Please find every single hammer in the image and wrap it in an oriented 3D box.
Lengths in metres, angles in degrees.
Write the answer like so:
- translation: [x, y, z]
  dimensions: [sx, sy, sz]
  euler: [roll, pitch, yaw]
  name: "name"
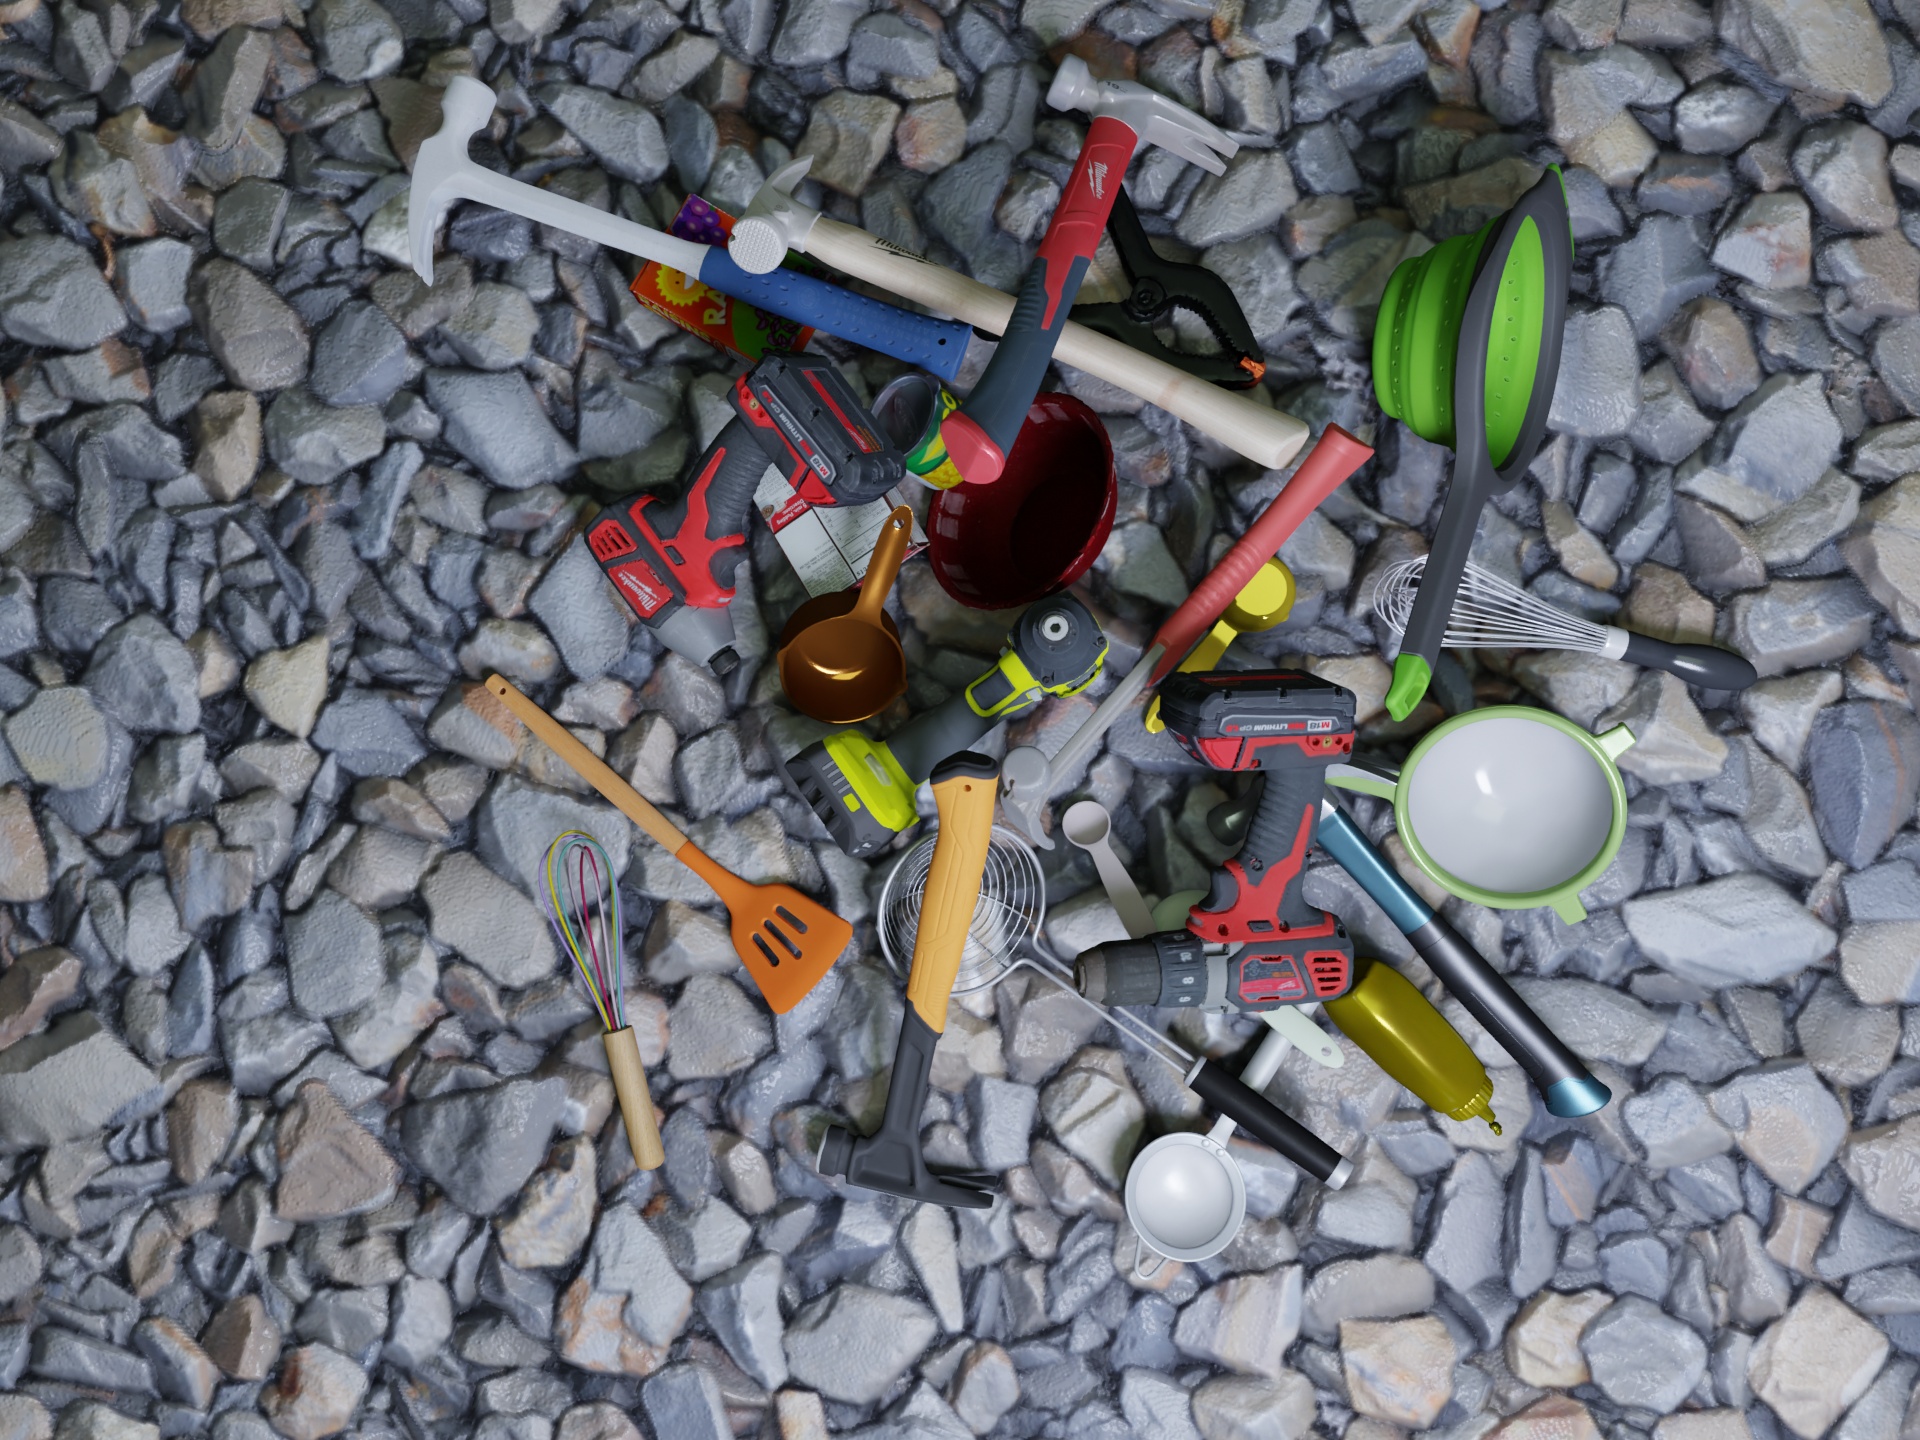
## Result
- translation: [-0.012, 0.177, 1.053]
  dimensions: [0.127, 0.034, 0.336]
  euler: [12, 113, 4]
  name: "hammer"
- translation: [-0.191, -0.319, 1.115]
  dimensions: [0.405, 0.035, 0.144]
  euler: [20, 86, 1]
  name: "hammer"
- translation: [0.328, 0.152, 1.111]
  dimensions: [0.331, 0.033, 0.128]
  euler: [47, 119, -2]
  name: "hammer"
- translation: [0.050, -0.277, 1.102]
  dimensions: [0.410, 0.146, 0.038]
  euler: [23, 128, -5]
  name: "hammer"
- translation: [0.157, -0.063, 1.091]
  dimensions: [0.037, 0.149, 0.359]
  euler: [39, 80, 18]
  name: "hammer"
- translation: [0.081, -0.298, 1.059]
  dimensions: [0.143, 0.038, 0.387]
  euler: [24, 57, -6]
  name: "hammer"

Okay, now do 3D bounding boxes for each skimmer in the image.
- translation: [0.107, 0.203, 1.076]
  dimensions: [0.363, 0.090, 0.127]
  euler: [34, 86, 12]
  name: "skimmer"

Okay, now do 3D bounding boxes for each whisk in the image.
- translation: [-0.244, 0.196, 1.123]
  dimensions: [0.051, 0.047, 0.245]
  euler: [-14, 91, 11]
  name: "whisk"
- translation: [0.432, -0.064, 1.130]
  dimensions: [0.284, 0.070, 0.070]
  euler: [13, 87, -3]
  name: "whisk"

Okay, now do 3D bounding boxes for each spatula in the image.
- translation: [-0.217, 0.074, 1.129]
  dimensions: [0.322, 0.041, 0.081]
  euler: [41, 88, 3]
  name: "spatula"

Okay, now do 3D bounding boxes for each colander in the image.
- translation: [0.317, -0.189, 1.079]
  dimensions: [0.094, 0.204, 0.397]
  euler: [12, 73, 31]
  name: "colander"

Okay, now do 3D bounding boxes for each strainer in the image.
- translation: [0.333, 0.040, 1.124]
  dimensions: [0.256, 0.069, 0.151]
  euler: [13, 115, 18]
  name: "strainer"
- translation: [0.192, 0.275, 1.116]
  dimensions: [0.087, 0.050, 0.258]
  euler: [35, 81, 0]
  name: "strainer"

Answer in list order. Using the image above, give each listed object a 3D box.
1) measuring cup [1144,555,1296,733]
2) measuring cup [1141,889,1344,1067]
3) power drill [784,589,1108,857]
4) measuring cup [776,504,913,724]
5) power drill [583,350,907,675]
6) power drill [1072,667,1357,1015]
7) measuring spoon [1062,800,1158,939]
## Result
- translation: [0.183, -0.054, 1.140]
  dimensions: [0.062, 0.029, 0.156]
  euler: [37, 85, 2]
  name: "measuring cup"
- translation: [0.199, 0.183, 1.105]
  dimensions: [0.168, 0.038, 0.083]
  euler: [39, 82, 15]
  name: "measuring cup"
- translation: [-0.002, -0.003, 1.070]
  dimensions: [0.223, 0.171, 0.080]
  euler: [-36, 83, 2]
  name: "power drill"
- translation: [-0.069, -0.081, 1.097]
  dimensions: [0.095, 0.052, 0.173]
  euler: [14, 118, -17]
  name: "measuring cup"
- translation: [-0.150, -0.138, 1.092]
  dimensions: [0.219, 0.078, 0.143]
  euler: [-39, 85, 26]
  name: "power drill"
- translation: [0.168, 0.085, 1.040]
  dimensions: [0.188, 0.080, 0.226]
  euler: [-2, 102, -12]
  name: "power drill"
- translation: [0.109, 0.114, 1.122]
  dimensions: [0.034, 0.018, 0.124]
  euler: [-25, 69, -3]
  name: "measuring spoon"
